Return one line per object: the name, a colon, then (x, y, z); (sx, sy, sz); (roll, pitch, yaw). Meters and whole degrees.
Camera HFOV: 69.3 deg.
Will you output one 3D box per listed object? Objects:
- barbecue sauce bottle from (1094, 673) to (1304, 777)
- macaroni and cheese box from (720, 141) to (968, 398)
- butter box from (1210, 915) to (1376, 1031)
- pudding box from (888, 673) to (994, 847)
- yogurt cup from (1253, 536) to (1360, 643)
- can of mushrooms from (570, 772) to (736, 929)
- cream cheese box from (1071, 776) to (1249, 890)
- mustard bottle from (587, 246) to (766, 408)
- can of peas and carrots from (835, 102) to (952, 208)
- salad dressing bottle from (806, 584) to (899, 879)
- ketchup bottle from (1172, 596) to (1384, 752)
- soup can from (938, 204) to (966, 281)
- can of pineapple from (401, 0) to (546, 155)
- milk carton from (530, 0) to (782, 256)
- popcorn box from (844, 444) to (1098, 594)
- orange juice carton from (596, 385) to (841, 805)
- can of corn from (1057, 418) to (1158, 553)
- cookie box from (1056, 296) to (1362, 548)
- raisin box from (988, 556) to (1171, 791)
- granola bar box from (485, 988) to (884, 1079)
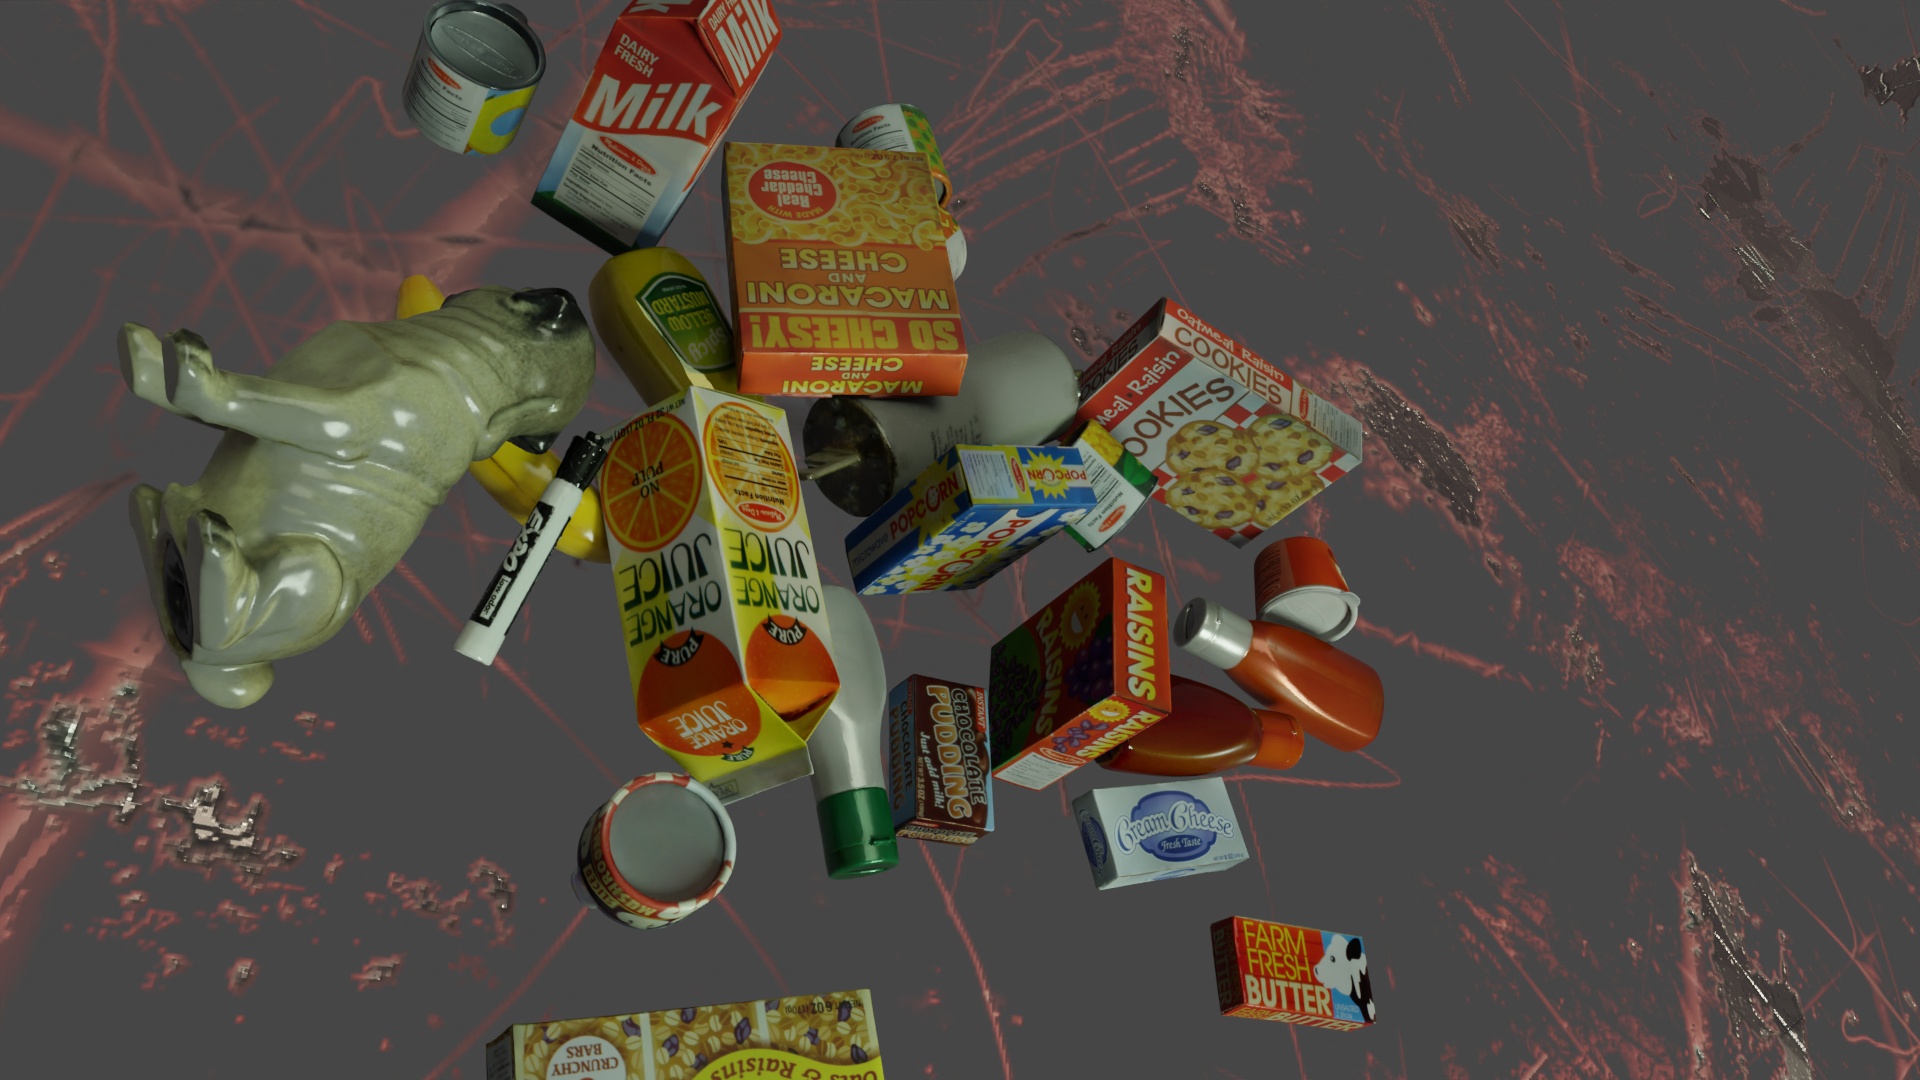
barbecue sauce bottle: (0.145, 0.115, 0.849); (0.149, 0.043, 0.065); (12, 49, -30)
macaroni and cheese box: (-0.069, -0.155, 0.790); (0.124, 0.040, 0.167); (-1, 55, -14)
butter box: (0.193, 0.252, 0.809); (0.103, 0.024, 0.053); (16, 54, -27)
pudding box: (-0.011, 0.118, 0.746); (0.050, 0.030, 0.084); (17, 54, -27)
yogurt cup: (0.232, 0.034, 0.948); (0.072, 0.072, 0.054); (20, 45, -24)
can of mushrooms: (-0.141, 0.143, 0.637); (0.071, 0.033, 0.071); (18, 54, -26)
cream cheese box: (0.116, 0.169, 0.808); (0.104, 0.024, 0.053); (1, 61, -35)
mustard bottle: (-0.144, -0.088, 0.770); (0.065, 0.048, 0.160); (-26, 79, -43)
can of peas and carrots: (-0.043, -0.248, 0.933); (0.071, 0.070, 0.059); (-3, 65, -36)
salad dressing bottle: (-0.064, 0.097, 0.714); (0.064, 0.043, 0.148); (6, 60, -39)
ketchup bottle: (0.210, 0.083, 0.914); (0.149, 0.043, 0.065); (27, 49, -18)
soup can: (-0.045, -0.174, 0.884); (0.071, 0.071, 0.084); (43, 46, -5)
can of pineapple: (-0.273, -0.261, 0.783); (0.071, 0.057, 0.071); (18, 54, -26)
milk carton: (-0.161, -0.243, 0.760); (0.073, 0.189, 0.073); (32, 49, -15)
popcorn box: (0.003, -0.010, 0.771); (0.085, 0.126, 0.038); (-1, 67, -35)
orange juice carton: (-0.116, 0.029, 0.679); (0.073, 0.071, 0.193); (12, 61, -56)
can of corn: (0.083, -0.036, 0.887); (0.058, 0.071, 0.071); (42, 47, -6)
cookie box: (0.162, -0.075, 0.926); (0.167, 0.122, 0.040); (29, 49, -17)
raisin box: (0.063, 0.076, 0.762); (0.040, 0.123, 0.086); (21, 52, -23)
granola bar box: (-0.108, 0.261, 0.582); (0.166, 0.039, 0.124); (5, 60, -32)
